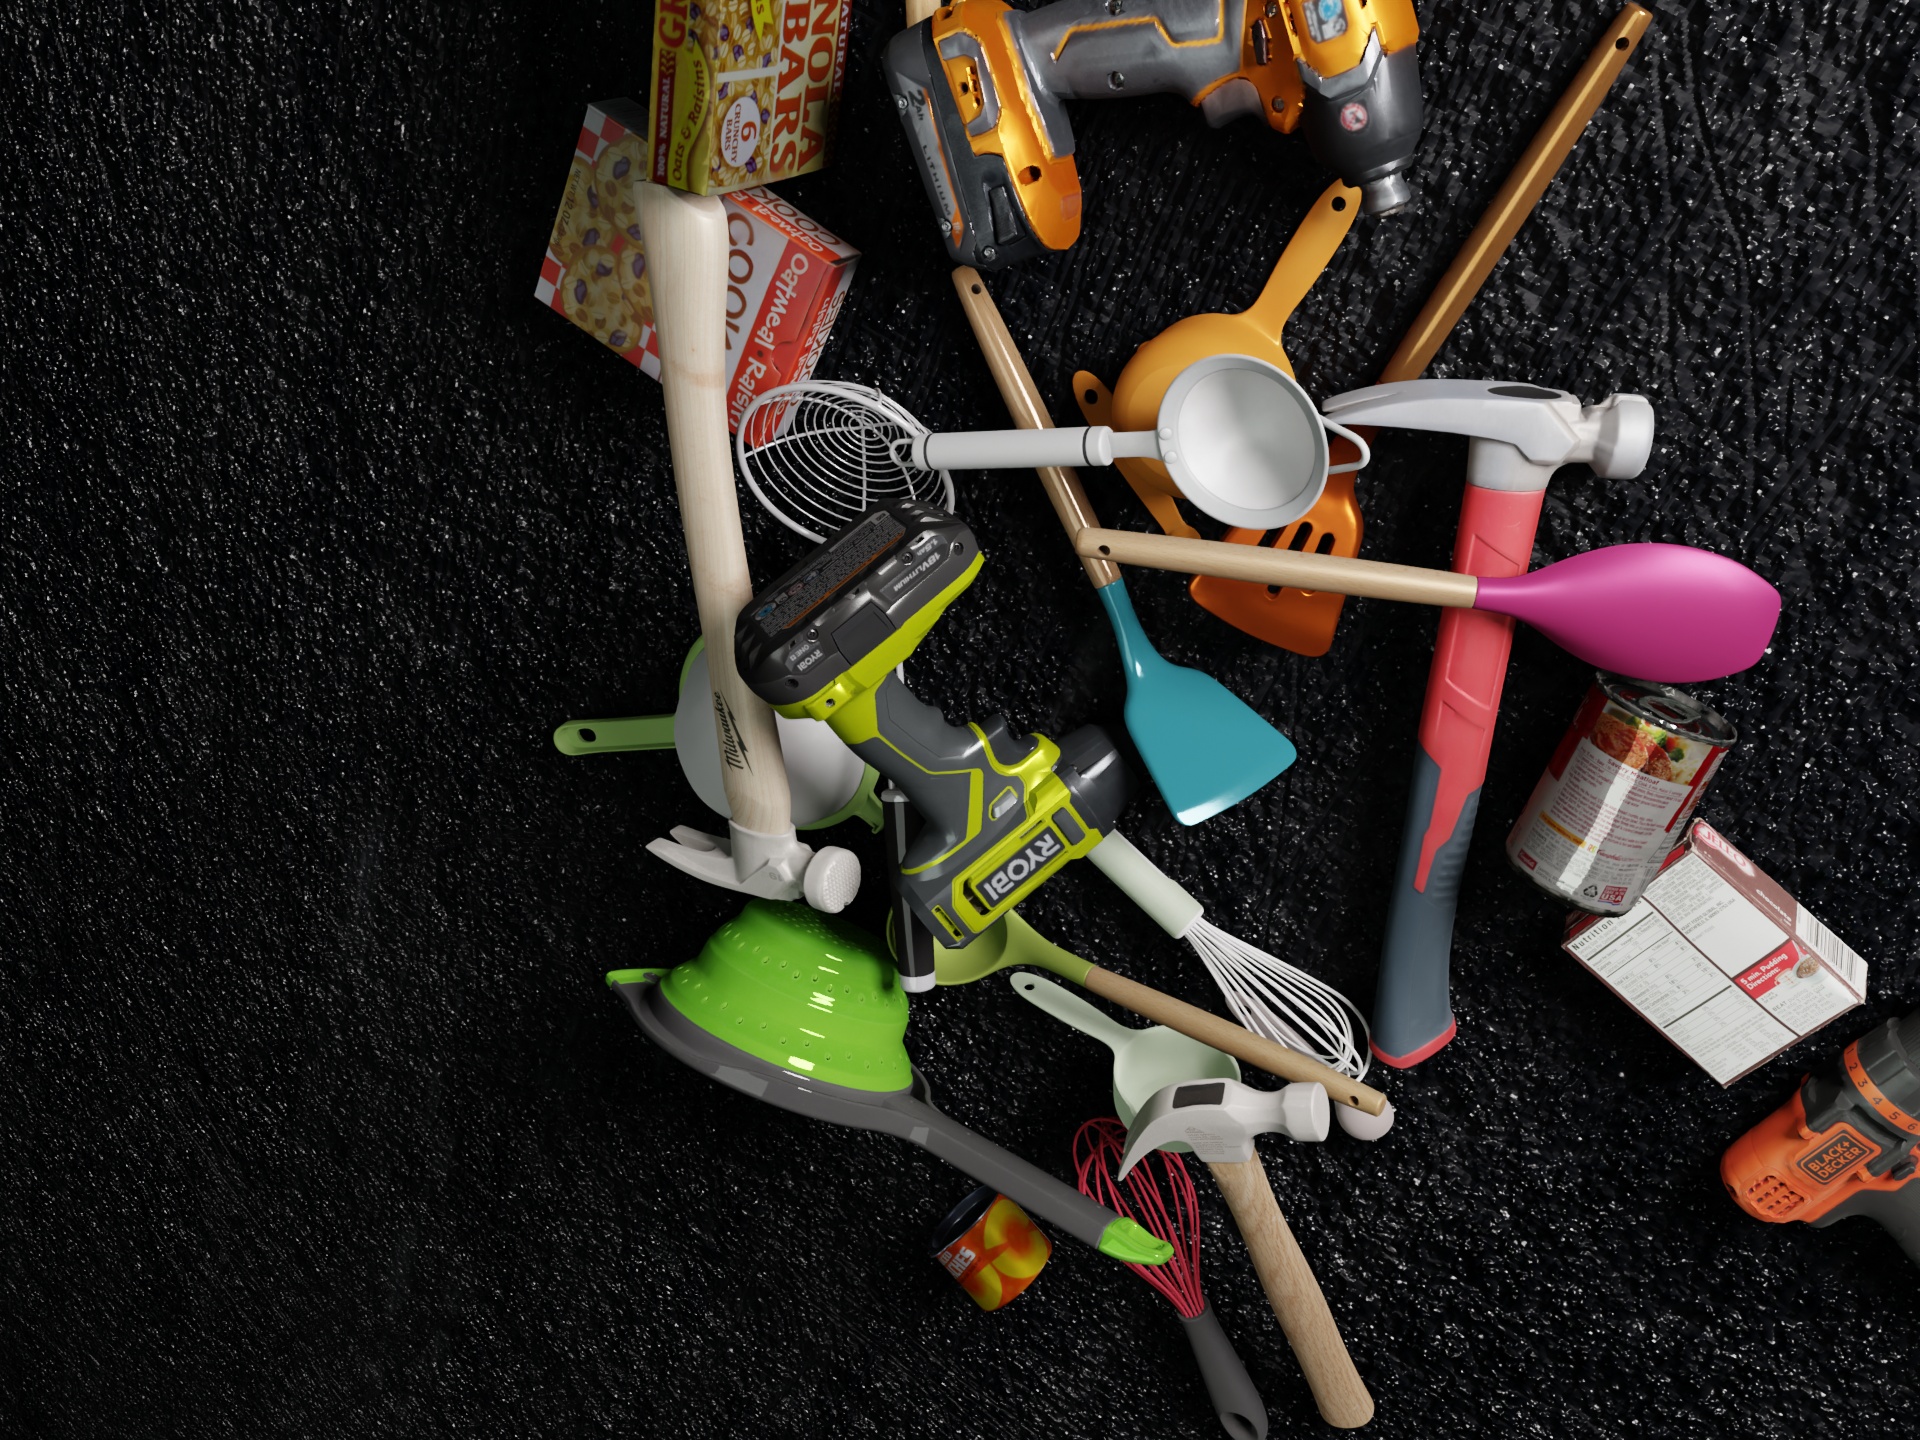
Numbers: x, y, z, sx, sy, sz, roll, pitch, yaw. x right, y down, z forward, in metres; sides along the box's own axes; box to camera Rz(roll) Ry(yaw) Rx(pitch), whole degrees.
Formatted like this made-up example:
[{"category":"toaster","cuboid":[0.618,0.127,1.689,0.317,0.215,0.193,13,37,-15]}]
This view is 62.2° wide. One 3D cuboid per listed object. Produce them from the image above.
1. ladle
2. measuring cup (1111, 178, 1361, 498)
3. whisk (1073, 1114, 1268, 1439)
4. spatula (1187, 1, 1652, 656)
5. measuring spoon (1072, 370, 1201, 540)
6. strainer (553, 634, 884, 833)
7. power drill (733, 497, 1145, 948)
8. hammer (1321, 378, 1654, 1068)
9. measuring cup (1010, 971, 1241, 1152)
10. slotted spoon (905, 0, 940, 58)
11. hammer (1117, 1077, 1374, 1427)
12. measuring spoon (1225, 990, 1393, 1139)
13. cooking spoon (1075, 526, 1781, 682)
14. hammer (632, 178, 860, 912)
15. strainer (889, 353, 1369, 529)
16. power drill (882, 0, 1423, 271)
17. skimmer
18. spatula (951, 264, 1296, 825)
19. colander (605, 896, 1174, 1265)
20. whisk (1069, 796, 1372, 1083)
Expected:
[{"category":"ladle","cuboid":[0.092,0.165,0.931,0.320,0.062,0.078,20,116,32]},{"category":"measuring cup","cuboid":[0.137,-0.182,0.768,0.095,0.052,0.173,37,128,7]},{"category":"whisk","cuboid":[0.146,0.371,1.045,0.073,0.073,0.295,-11,115,32]},{"category":"spatula","cuboid":[0.215,-0.172,0.739,0.081,0.041,0.322,26,124,-5]},{"category":"measuring spoon","cuboid":[0.092,-0.134,0.843,0.021,0.011,0.117,-28,99,35]},{"category":"strainer","cuboid":[-0.176,0.016,1.027,0.256,0.069,0.151,-3,113,28]},{"category":"power drill","cuboid":[-0.001,-0.003,0.856,0.171,0.080,0.223,-39,119,-4]},{"category":"hammer","cuboid":[0.234,0.018,0.810,0.143,0.038,0.386,5,120,7]},{"category":"measuring cup","cuboid":[0.096,0.208,0.989,0.168,0.083,0.038,27,137,33]},{"category":"slotted spoon","cuboid":[-0.022,-0.451,0.736,0.070,0.031,0.313,11,121,23]},{"category":"hammer","cuboid":[0.190,0.328,0.955,0.130,0.031,0.331,-7,127,27]},{"category":"measuring spoon","cuboid":[0.205,0.207,0.950,0.124,0.018,0.034,41,126,5]},{"category":"cooking spoon","cuboid":[0.211,-0.062,0.737,0.319,0.017,0.068,8,121,6]},{"category":"hammer","cuboid":[-0.142,-0.088,0.890,0.146,0.038,0.410,11,117,33]},{"category":"strainer","cuboid":[0.075,-0.135,0.767,0.258,0.050,0.086,4,124,30]},{"category":"power drill","cuboid":[0.094,-0.284,0.726,0.226,0.084,0.164,-13,107,28]},{"category":"skimmer","cuboid":[-0.053,-0.009,0.906,0.127,0.090,0.363,1,102,26]},{"category":"spatula","cuboid":[0.074,-0.099,0.848,0.317,0.082,0.044,63,161,-7]},{"category":"colander","cuboid":[-0.034,0.205,0.992,0.397,0.204,0.094,23,92,25]},{"category":"whisk","cuboid":[0.140,0.123,0.929,0.246,0.059,0.057,43,169,8]}]
